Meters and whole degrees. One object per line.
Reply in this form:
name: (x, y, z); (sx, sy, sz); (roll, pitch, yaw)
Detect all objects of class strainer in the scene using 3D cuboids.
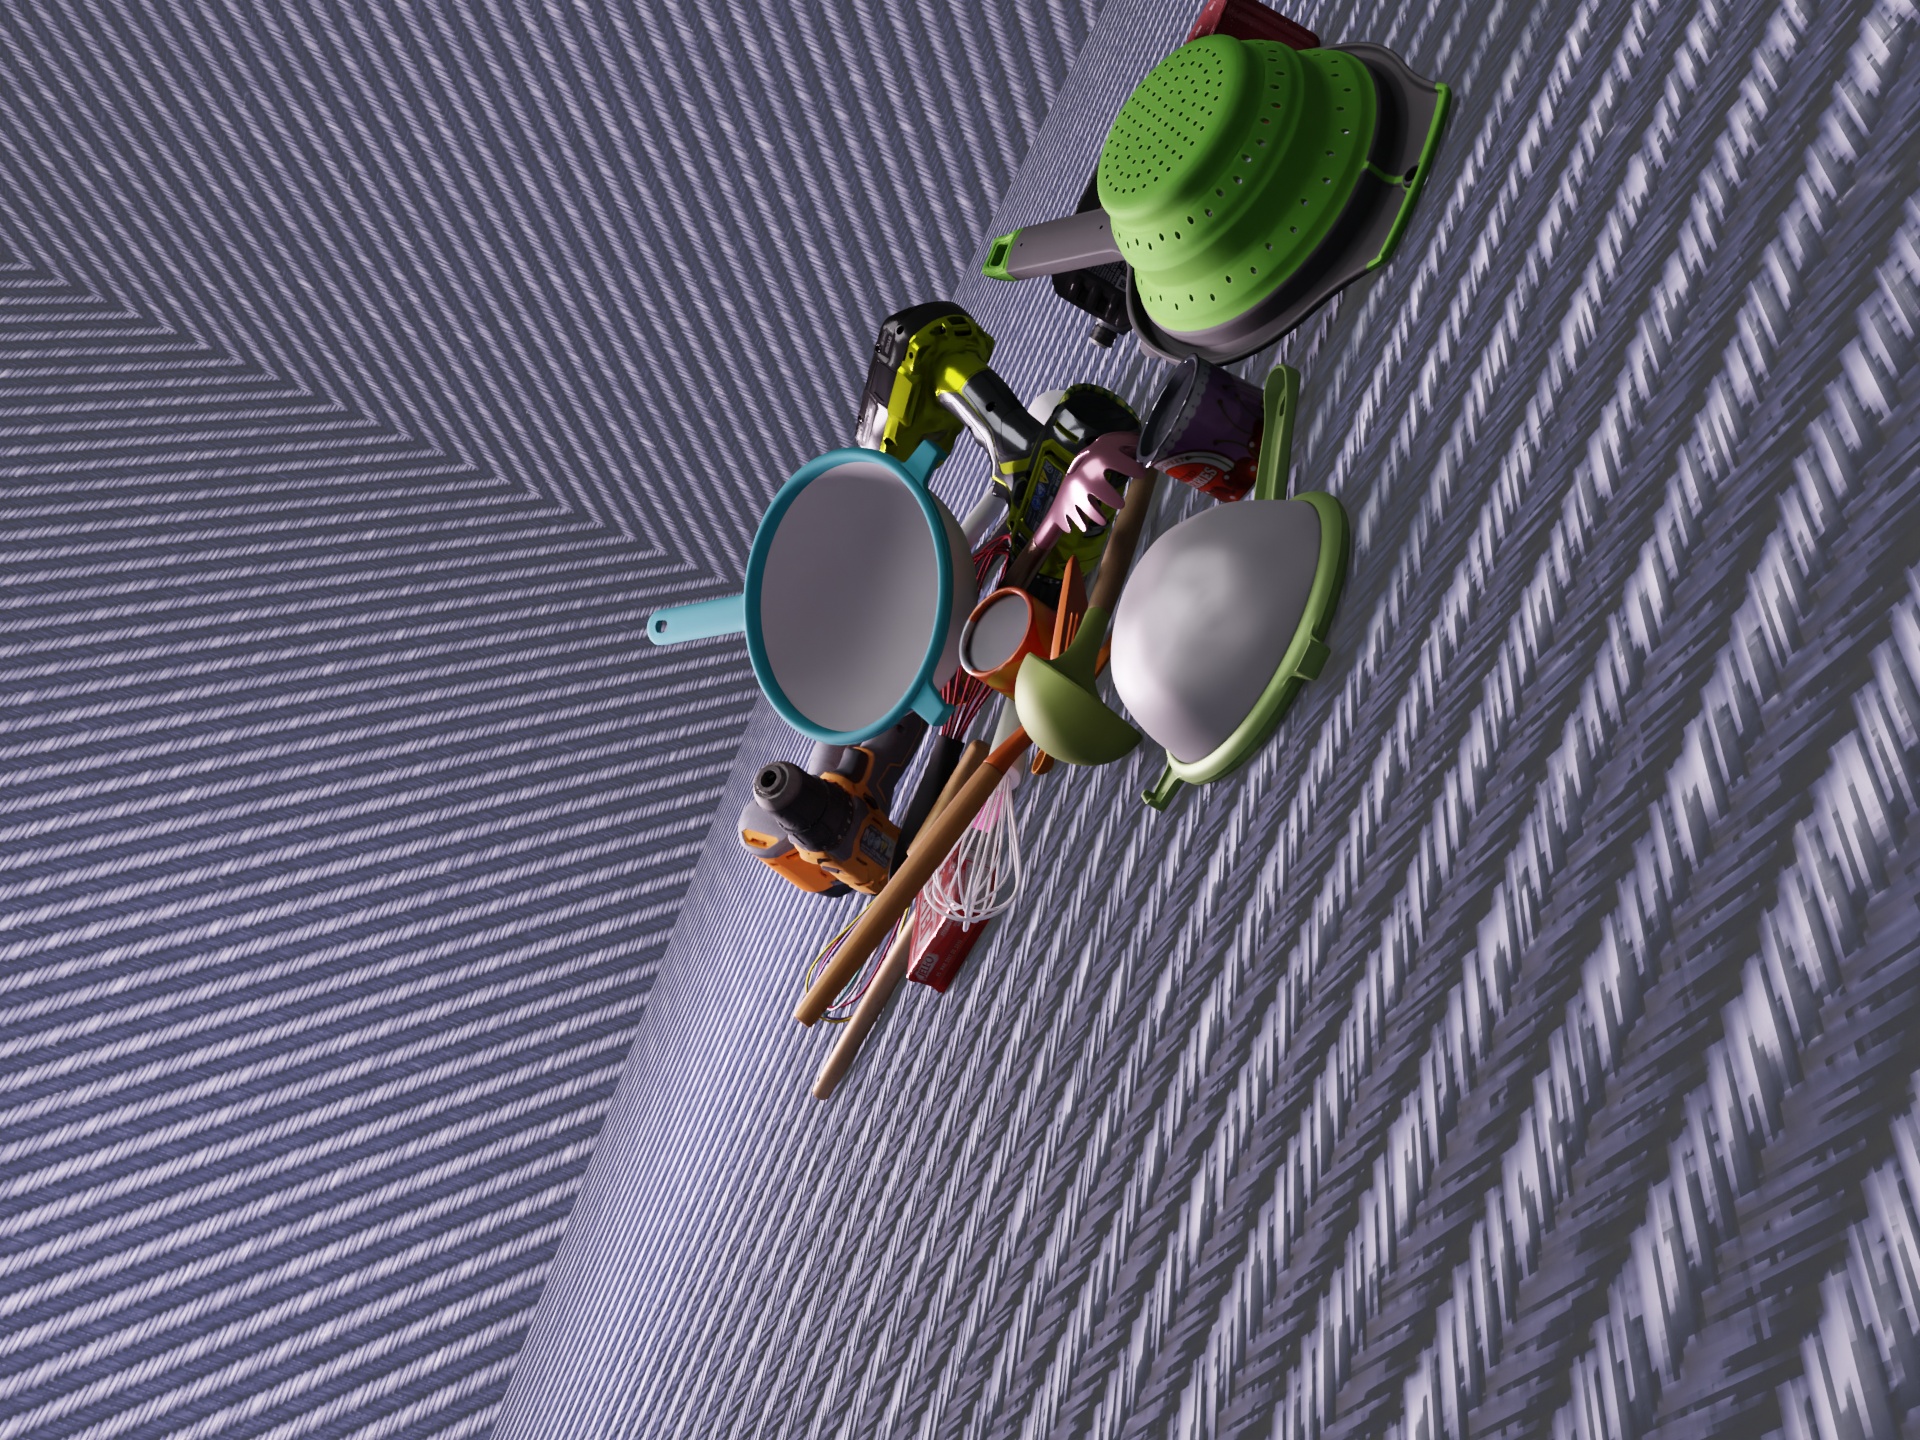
strainer: (-0.103, -0.083, 1.200); (0.340, 0.095, 0.211); (-5, 85, 44)
strainer: (0.040, -0.193, 1.283); (0.087, 0.050, 0.258); (21, 67, 44)
strainer: (0.125, -0.093, 0.778); (0.151, 0.069, 0.257); (129, 160, -54)

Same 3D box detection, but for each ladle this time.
ladle: (0.095, -0.085, 0.955); (0.062, 0.078, 0.320); (-43, 16, 40)

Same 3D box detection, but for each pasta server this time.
pasta server: (0.053, -0.102, 1.049); (0.060, 0.040, 0.316); (-55, 1, -27)

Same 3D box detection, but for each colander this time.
colander: (0.101, -0.318, 0.953); (0.397, 0.094, 0.204); (13, 80, 57)

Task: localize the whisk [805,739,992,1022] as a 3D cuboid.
whisk: (-0.045, 0.121, 1.185); (0.245, 0.047, 0.051); (-60, -25, 7)

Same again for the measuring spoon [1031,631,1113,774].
measuring spoon: (0.078, -0.013, 1.000); (0.117, 0.011, 0.021); (-59, 13, 15)

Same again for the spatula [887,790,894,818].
spatula: (-0.055, -0.016, 1.377); (0.059, 0.018, 0.316); (-8, -69, -65)

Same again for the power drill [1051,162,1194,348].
power drill: (0.136, -0.359, 1.194); (0.171, 0.080, 0.223); (-62, -4, 17)

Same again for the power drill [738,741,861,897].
power drill: (-0.101, 0.046, 1.427); (0.164, 0.084, 0.226); (49, -120, -54)

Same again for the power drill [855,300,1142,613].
power drill: (0.022, -0.181, 1.158); (0.229, 0.080, 0.190); (46, 135, 31)

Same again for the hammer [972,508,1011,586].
hammer: (0.025, -0.157, 1.480); (0.334, 0.035, 0.146); (135, 156, -62)

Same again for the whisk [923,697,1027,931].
whisk: (0.026, 0.042, 1.033); (0.246, 0.059, 0.057); (-72, -18, -48)

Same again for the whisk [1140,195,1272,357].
whisk: (0.165, -0.302, 1.096); (0.239, 0.055, 0.055); (142, 150, -76)

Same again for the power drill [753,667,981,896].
power drill: (-0.074, 0.009, 1.261); (0.185, 0.084, 0.226); (43, -116, -54)

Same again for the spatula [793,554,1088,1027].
spatula: (-0.002, 0.044, 0.947); (0.323, 0.041, 0.081); (-52, -26, -16)

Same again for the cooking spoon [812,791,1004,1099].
cooking spoon: (-0.034, 0.154, 1.145); (0.318, 0.017, 0.069); (-61, 11, 21)

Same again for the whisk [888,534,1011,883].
whisk: (-0.002, -0.004, 1.231); (0.073, 0.073, 0.296); (176, 112, -78)
